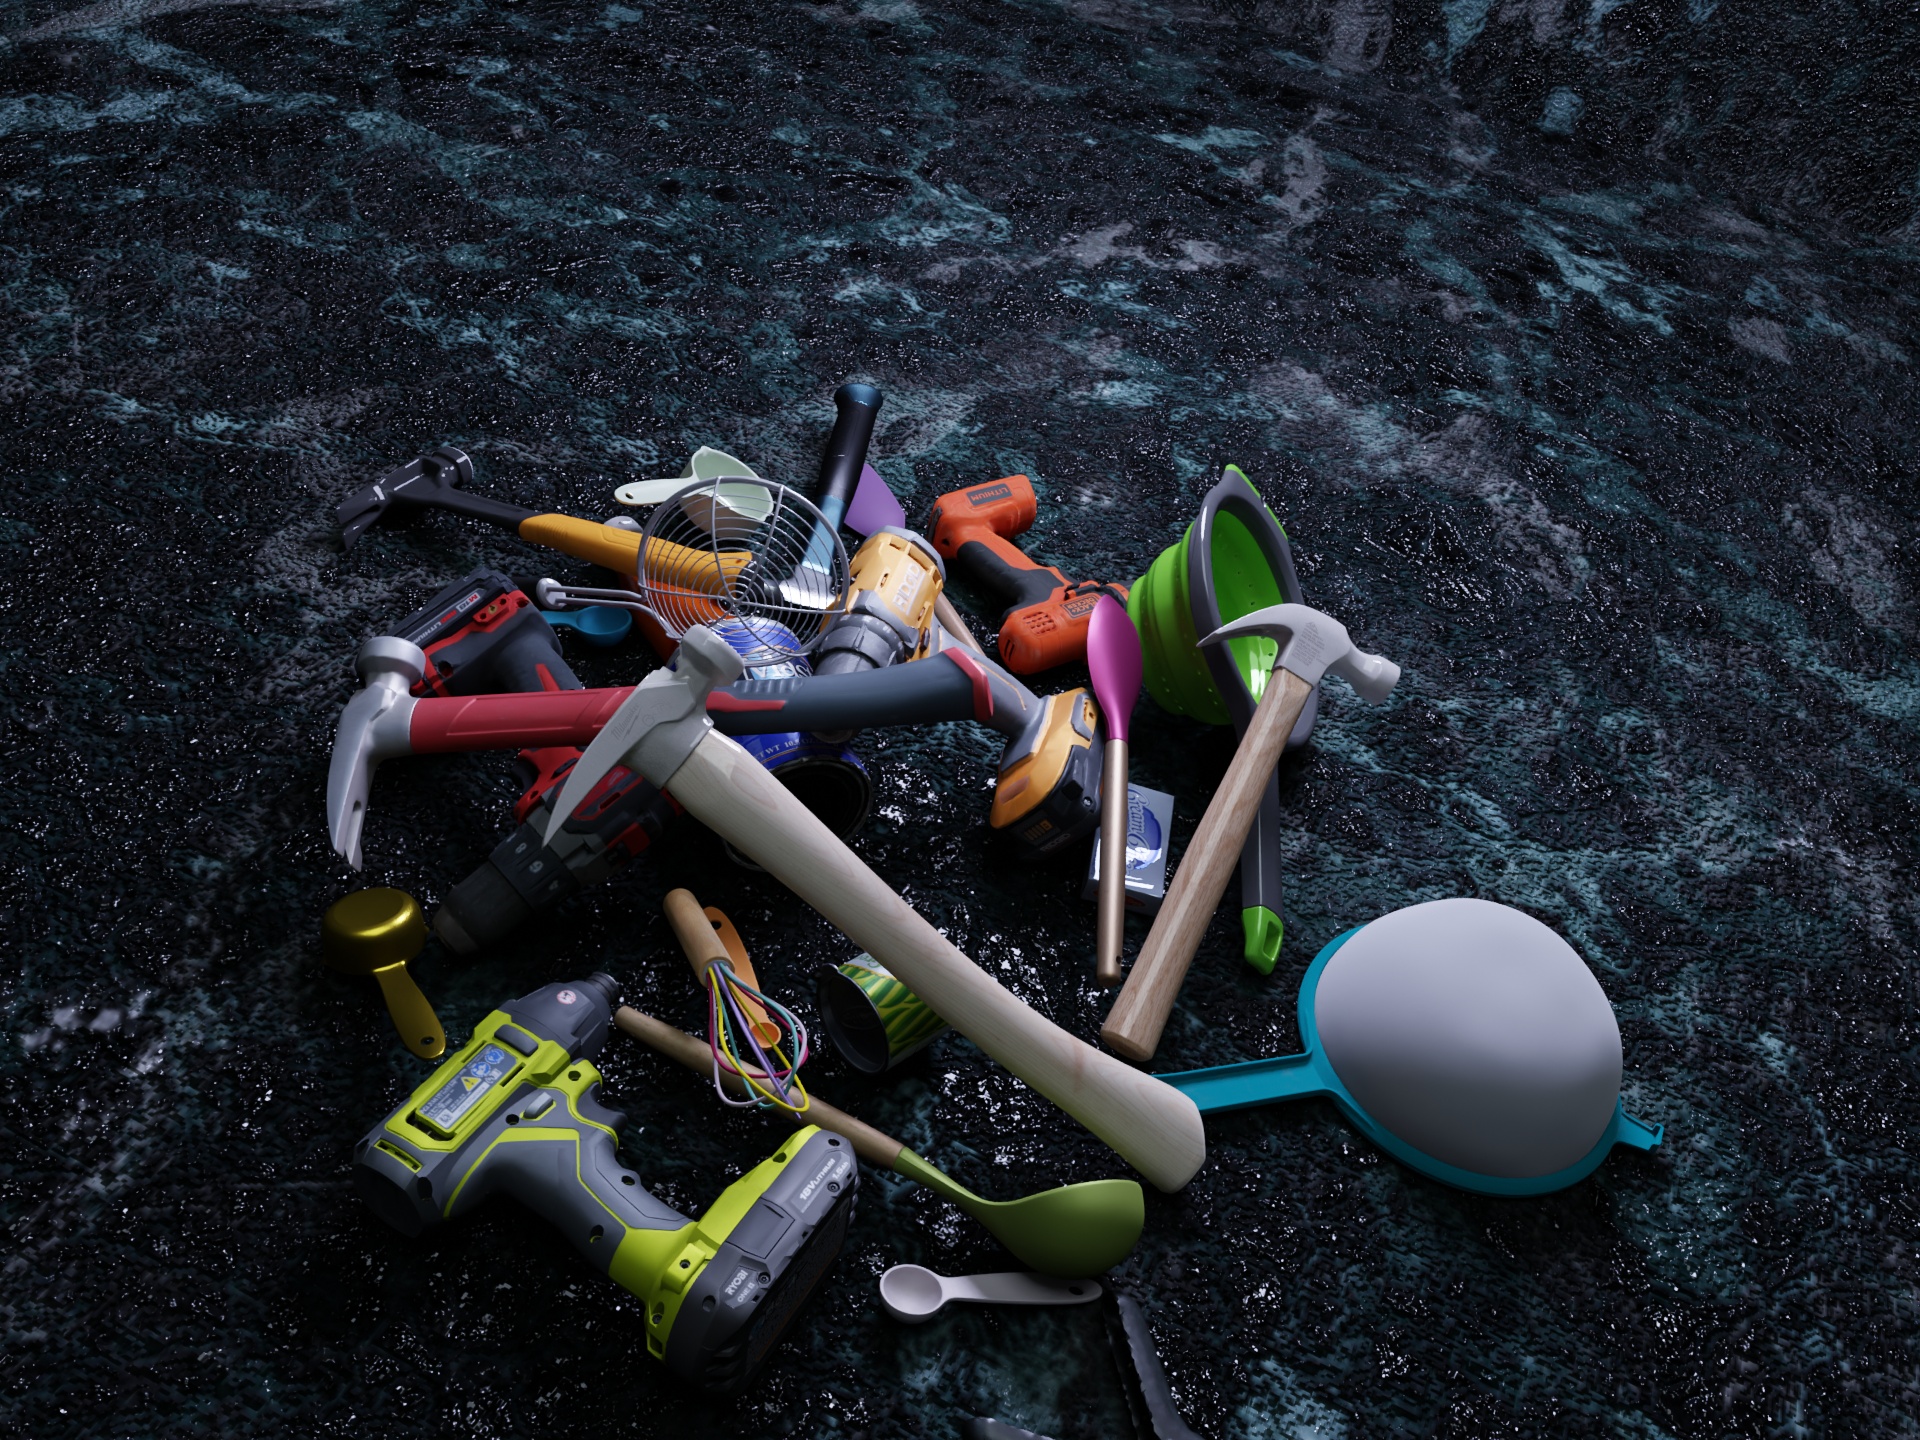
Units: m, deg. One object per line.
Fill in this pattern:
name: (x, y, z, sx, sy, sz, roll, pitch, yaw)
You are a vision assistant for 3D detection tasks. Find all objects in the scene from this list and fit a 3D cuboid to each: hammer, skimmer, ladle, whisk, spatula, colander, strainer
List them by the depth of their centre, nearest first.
hammer: (-0.034, 0.132, 0.875, 0.410, 0.038, 0.146, 40, 76, -7)
ladle: (-0.051, 0.219, 0.878, 0.320, 0.078, 0.062, 22, 64, 17)
whisk: (-0.132, 0.147, 0.882, 0.047, 0.051, 0.245, 4, 16, -25)
hammer: (-0.174, 0.009, 0.924, 0.386, 0.038, 0.143, -3, 61, 6)
strainer: (0.267, 0.186, 0.970, 0.340, 0.095, 0.211, -4, 44, -21)
hammer: (0.170, 0.064, 1.025, 0.130, 0.031, 0.331, 31, 67, -5)
skimmer: (-0.220, -0.097, 1.053, 0.363, 0.127, 0.090, 7, 42, 48)
colander: (0.182, 0.002, 1.155, 0.094, 0.204, 0.397, -16, 52, 30)
hammer: (-0.295, -0.135, 1.168, 0.337, 0.034, 0.127, 16, 38, 22)
spatula: (-0.038, -0.118, 1.285, 0.059, 0.018, 0.316, -15, 47, -22)
hammer: (-0.104, -0.183, 1.294, 0.128, 0.033, 0.331, 20, 40, -10)

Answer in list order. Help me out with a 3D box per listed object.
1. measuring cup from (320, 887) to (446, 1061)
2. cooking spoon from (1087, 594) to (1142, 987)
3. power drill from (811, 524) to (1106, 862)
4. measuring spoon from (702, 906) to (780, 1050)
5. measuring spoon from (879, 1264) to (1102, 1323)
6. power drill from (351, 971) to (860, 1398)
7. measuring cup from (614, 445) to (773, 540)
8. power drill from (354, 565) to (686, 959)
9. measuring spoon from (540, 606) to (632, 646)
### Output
measuring cup: (-0.313, 0.137, 0.880, 0.062, 0.029, 0.157, -16, 30, -28)
cooking spoon: (0.102, 0.037, 1.045, 0.068, 0.017, 0.319, 44, 37, -35)
power drill: (-0.002, -0.003, 1.044, 0.226, 0.084, 0.185, 41, 38, -17)
measuring spoon: (-0.135, 0.156, 0.961, 0.021, 0.011, 0.117, -10, 43, -24)
measuring spoon: (0.016, 0.304, 0.835, 0.124, 0.018, 0.034, 6, 24, -18)
power drill: (-0.171, 0.227, 0.822, 0.223, 0.080, 0.171, 25, 42, 18)
measuring cup: (-0.217, -0.170, 1.243, 0.083, 0.038, 0.167, 51, 32, 13)
power drill: (-0.286, 0.026, 0.993, 0.188, 0.080, 0.227, -41, 60, -16)
measuring spoon: (-0.304, -0.066, 1.161, 0.128, 0.021, 0.042, 1, 34, -1)
